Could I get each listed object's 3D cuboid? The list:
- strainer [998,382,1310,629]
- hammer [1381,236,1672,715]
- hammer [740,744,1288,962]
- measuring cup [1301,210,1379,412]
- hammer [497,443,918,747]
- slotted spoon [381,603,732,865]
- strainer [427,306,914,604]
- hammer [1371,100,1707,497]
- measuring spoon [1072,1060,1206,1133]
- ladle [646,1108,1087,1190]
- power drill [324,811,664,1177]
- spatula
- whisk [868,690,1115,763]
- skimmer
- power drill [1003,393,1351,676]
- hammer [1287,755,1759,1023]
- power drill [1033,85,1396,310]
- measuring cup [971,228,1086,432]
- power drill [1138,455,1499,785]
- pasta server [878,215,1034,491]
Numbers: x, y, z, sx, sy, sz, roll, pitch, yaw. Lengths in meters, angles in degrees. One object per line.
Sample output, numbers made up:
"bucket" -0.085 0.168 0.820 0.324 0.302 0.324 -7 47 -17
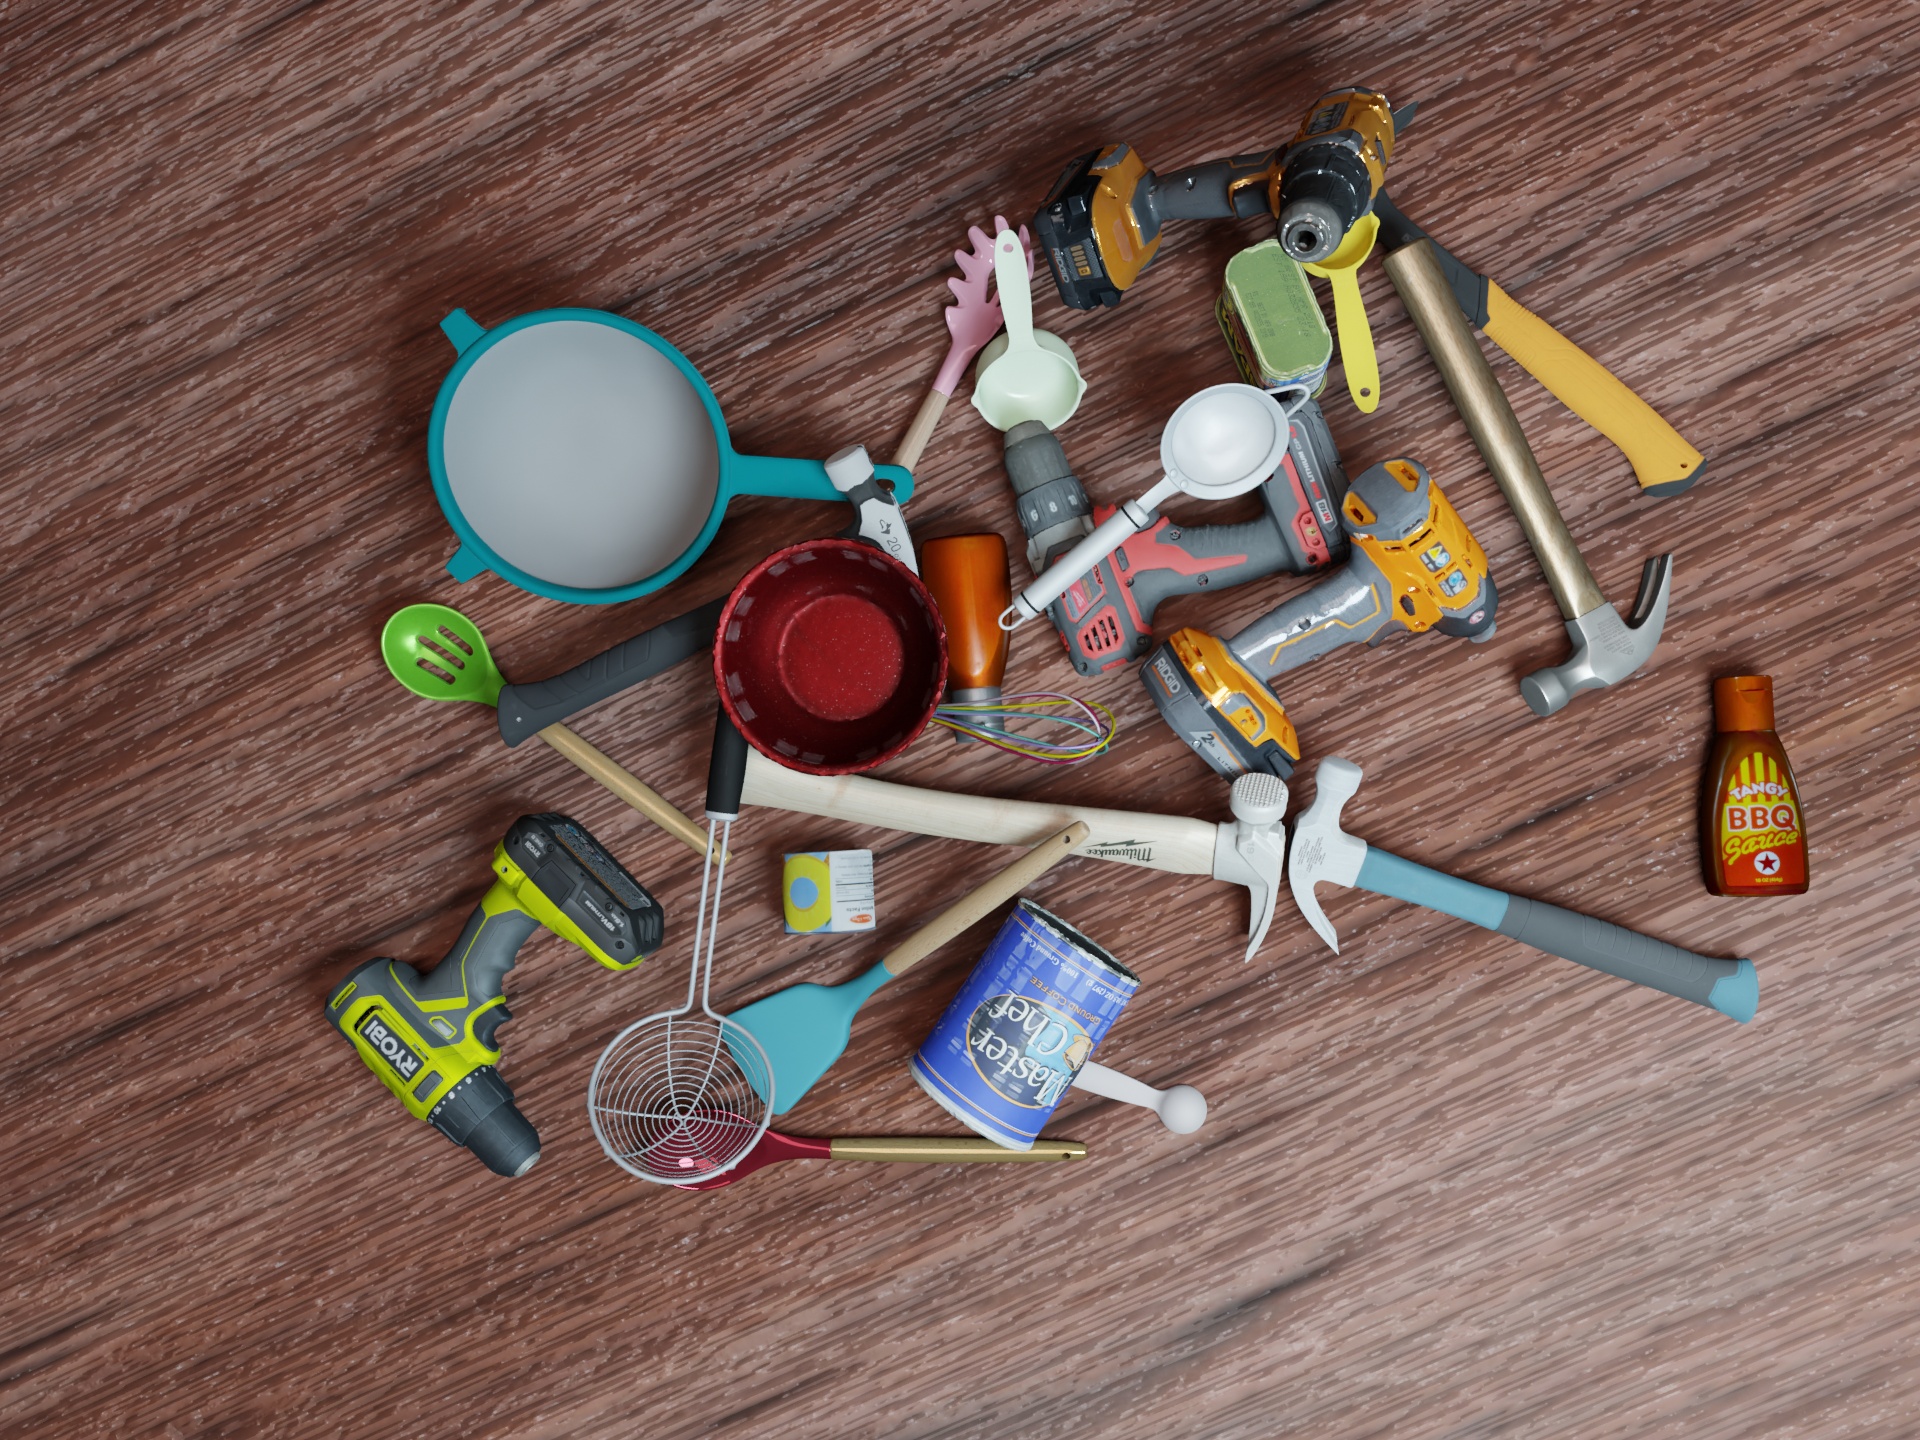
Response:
"strainer" 0.122 -0.147 1.070 0.258 0.050 0.086 -40 123 14
"hammer" 0.380 -0.178 1.089 0.130 0.031 0.331 -27 91 -8
"hammer" 0.020 0.077 1.125 0.411 0.038 0.146 8 128 15
"measuring cup" 0.268 -0.289 1.108 0.062 0.029 0.156 -11 89 6
"hammer" -0.185 -0.062 1.146 0.335 0.035 0.146 -25 114 6
"slotted spoon" -0.300 0.015 1.190 0.314 0.031 0.070 35 91 6
"strainer" -0.205 -0.193 1.159 0.340 0.095 0.211 4 112 -6
"hammer" 0.392 -0.285 1.121 0.337 0.034 0.127 44 93 7
"measuring spoon" 0.114 0.262 1.128 0.124 0.018 0.034 18 89 8
"ladle" -0.067 0.308 1.143 0.315 0.031 0.069 -1 111 4
"power drill" -0.326 0.199 1.158 0.190 0.080 0.228 43 95 7
"spatula" -0.035 0.163 1.115 0.317 0.044 0.082 -38 79 22
"whisk" -0.001 -0.005 1.110 0.245 0.051 0.047 8 78 33
"skimmer" -0.175 0.128 1.095 0.127 0.090 0.363 7 91 -2
"power drill" 0.150 -0.153 1.122 0.226 0.080 0.188 -22 86 8
"hammer" 0.382 0.134 1.083 0.331 0.033 0.128 19 110 3
"power drill" 0.167 -0.339 1.055 0.226 0.185 0.084 -6 128 28
"measuring cup" 0.041 -0.276 1.108 0.083 0.167 0.038 -7 47 5
"power drill" 0.252 -0.052 1.069 0.226 0.164 0.084 -40 38 14
"pasta server" -0.031 -0.218 1.166 0.060 0.040 0.316 29 91 22
